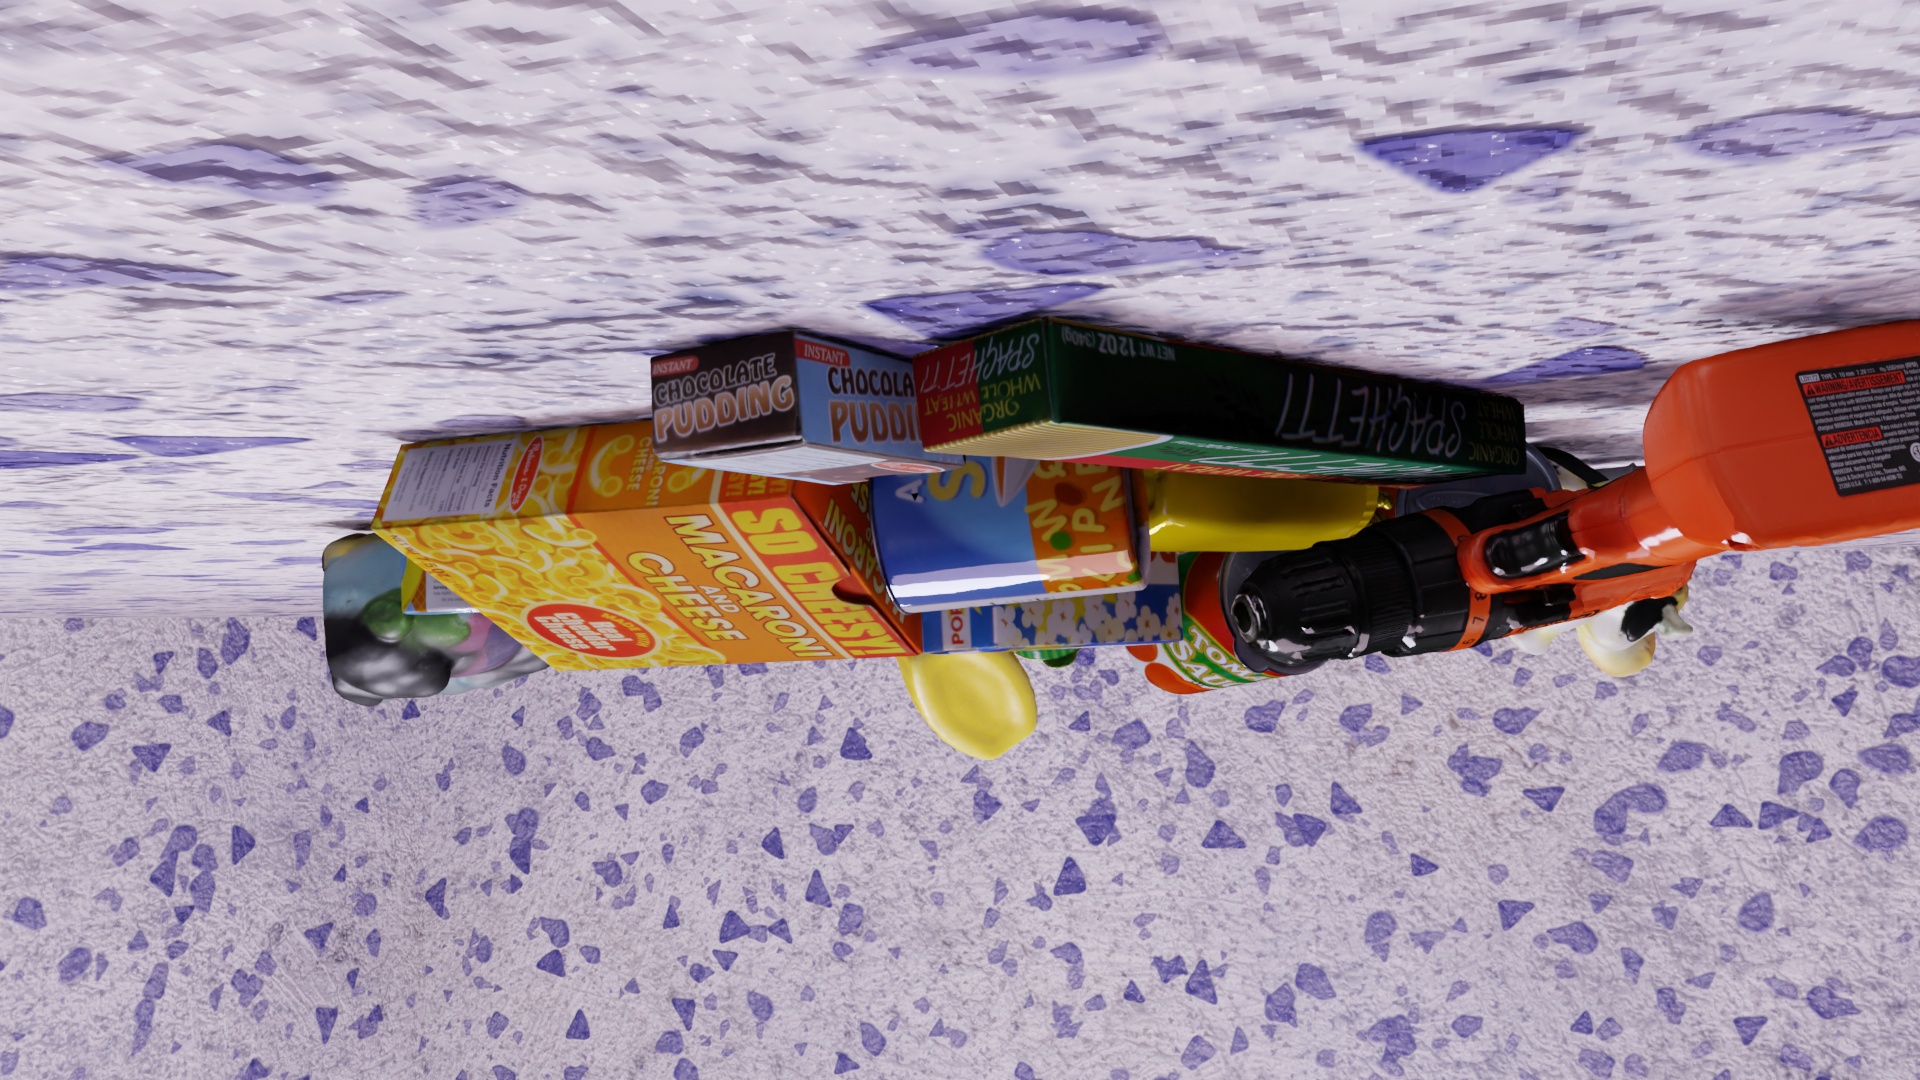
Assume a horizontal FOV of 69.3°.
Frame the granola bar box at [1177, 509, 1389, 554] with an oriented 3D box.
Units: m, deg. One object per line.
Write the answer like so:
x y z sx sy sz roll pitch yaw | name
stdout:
0.140 -0.003 0.711 0.124 0.039 0.165 -5 166 33 | granola bar box

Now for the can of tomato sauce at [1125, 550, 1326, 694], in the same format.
0.119 0.034 0.622 0.071 0.071 0.083 0 168 -25 | can of tomato sauce

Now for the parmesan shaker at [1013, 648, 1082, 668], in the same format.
0.044 0.022 0.765 0.071 0.071 0.102 -3 156 7 | parmesan shaker

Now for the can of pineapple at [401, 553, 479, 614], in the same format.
-0.246 0.007 0.698 0.071 0.058 0.071 -2 176 0 | can of pineapple

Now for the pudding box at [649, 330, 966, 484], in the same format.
-0.040 -0.034 0.385 0.049 0.030 0.084 -6 175 30 | pudding box

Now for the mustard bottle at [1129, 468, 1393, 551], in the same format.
0.120 -0.020 0.554 0.160 0.049 0.065 0 174 -38 | mustard bottle

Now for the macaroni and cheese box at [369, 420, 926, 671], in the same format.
-0.109 0.006 0.520 0.166 0.040 0.123 -3 149 19 | macaroni and cheese box

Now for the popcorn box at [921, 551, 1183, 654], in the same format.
0.039 0.002 0.564 0.038 0.085 0.127 -7 173 42 | popcorn box

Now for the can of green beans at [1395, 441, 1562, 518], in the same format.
0.225 -0.012 0.601 0.071 0.071 0.058 -4 176 22 | can of green beans

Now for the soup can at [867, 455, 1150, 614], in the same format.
0.018 -0.014 0.469 0.084 0.071 0.071 -7 175 13 | soup can

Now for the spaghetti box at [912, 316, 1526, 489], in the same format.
0.096 -0.037 0.432 0.250 0.028 0.050 1 174 -42 | spaghetti box

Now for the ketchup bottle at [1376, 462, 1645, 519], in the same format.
0.296 -0.017 0.754 0.148 0.043 0.065 -5 167 31 | ketchup bottle
